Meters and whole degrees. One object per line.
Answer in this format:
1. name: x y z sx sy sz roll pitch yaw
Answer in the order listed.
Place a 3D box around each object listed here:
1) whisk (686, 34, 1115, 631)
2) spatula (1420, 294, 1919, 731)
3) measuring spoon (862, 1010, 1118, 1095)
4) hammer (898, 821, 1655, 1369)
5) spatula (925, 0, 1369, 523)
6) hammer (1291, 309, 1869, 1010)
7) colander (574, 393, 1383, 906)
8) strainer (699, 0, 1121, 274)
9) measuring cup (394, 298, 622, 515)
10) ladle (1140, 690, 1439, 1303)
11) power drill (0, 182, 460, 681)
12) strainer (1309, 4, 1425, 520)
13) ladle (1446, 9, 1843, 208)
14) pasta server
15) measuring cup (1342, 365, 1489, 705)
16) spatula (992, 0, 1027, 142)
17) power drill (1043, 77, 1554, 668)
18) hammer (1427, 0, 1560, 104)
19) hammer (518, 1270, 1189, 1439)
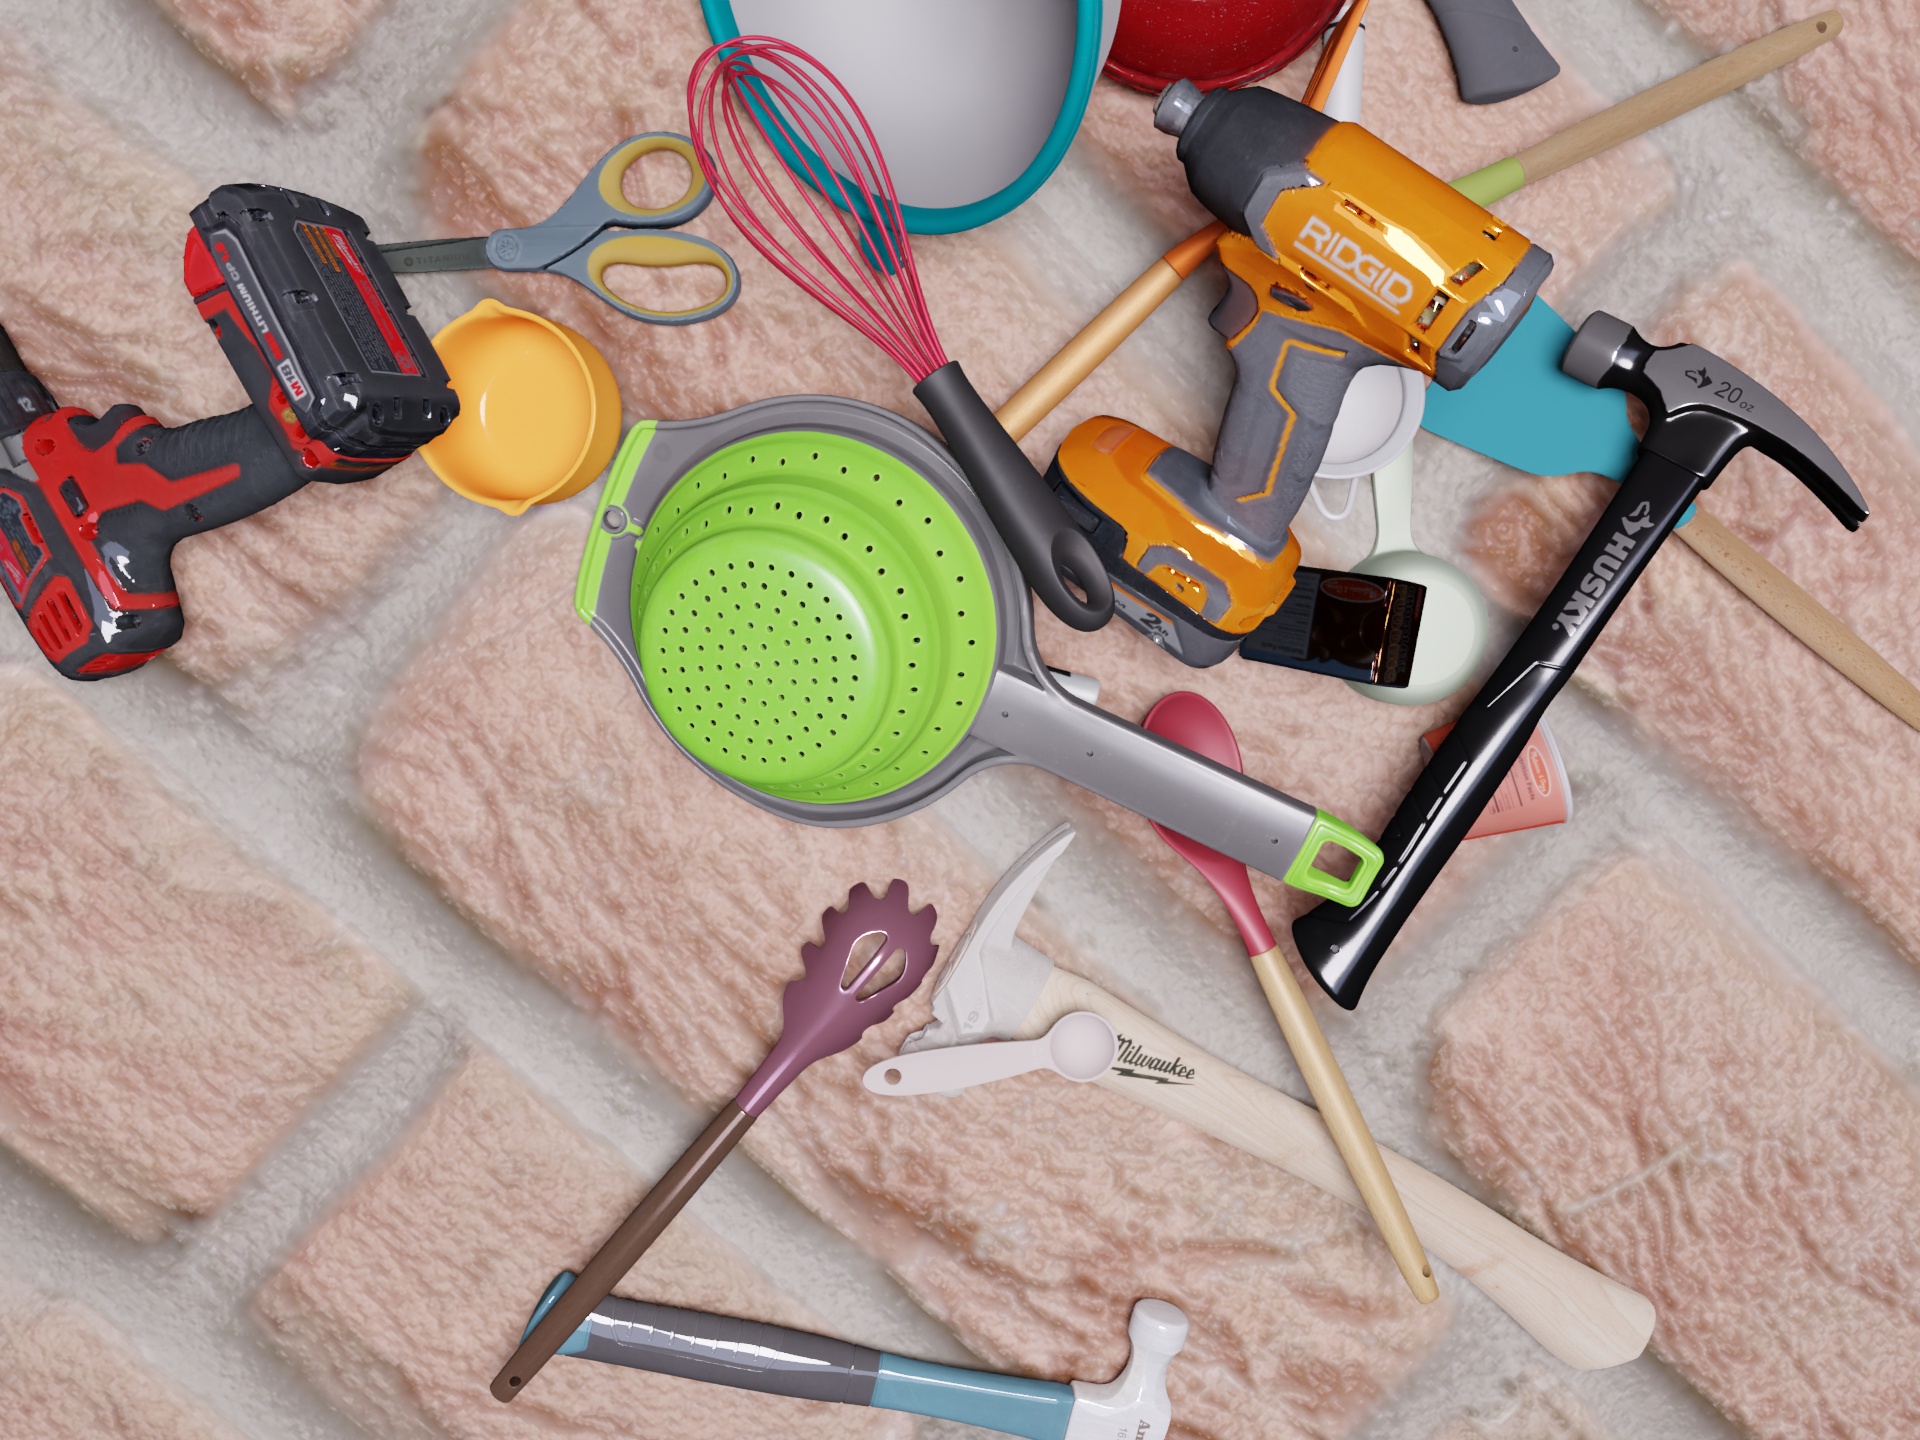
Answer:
1. whisk: -0.022 -0.162 0.677 0.073 0.073 0.296 -34 91 2
2. spatula: 0.370 -0.087 0.785 0.317 0.044 0.082 36 95 -11
3. measuring spoon: 0.014 0.162 0.766 0.124 0.018 0.034 -10 94 3
4. hammer: 0.180 0.207 0.806 0.410 0.038 0.146 30 94 -6
5. spatula: 0.073 -0.197 0.730 0.322 0.081 0.041 -42 98 13
6. hammer: 0.261 -0.012 0.724 0.146 0.035 0.335 35 95 20
7. colander: -0.001 -0.002 0.698 0.397 0.094 0.204 25 111 4
8. strainer: 0.031 -0.338 0.626 0.095 0.340 0.211 -42 104 -39
9. measuring cup: -0.241 -0.138 0.737 0.173 0.052 0.095 -5 97 12
10. ladle: 0.159 0.134 0.769 0.069 0.031 0.315 -23 87 -33
11. power drill: -0.355 -0.144 0.698 0.226 0.080 0.188 -29 90 18
12. strainer: 0.177 -0.221 0.749 0.087 0.050 0.258 2 92 -4
13. ladle: 0.279 -0.262 0.718 0.320 0.062 0.078 -27 96 -10
14. pasta server: -0.122 0.208 0.780 0.060 0.040 0.316 41 91 -7
15. measuring cup: 0.215 -0.088 0.767 0.083 0.038 0.167 -5 100 -2
16. spatula: 0.032 -0.399 0.729 0.059 0.018 0.316 4 96 -7
17. power drill: 0.114 -0.146 0.671 0.164 0.084 0.226 37 134 5
18. hammer: 0.148 -0.456 0.715 0.149 0.036 0.409 -38 100 -6
19. hammer: -0.057 0.332 0.812 0.331 0.033 0.128 13 95 -4
